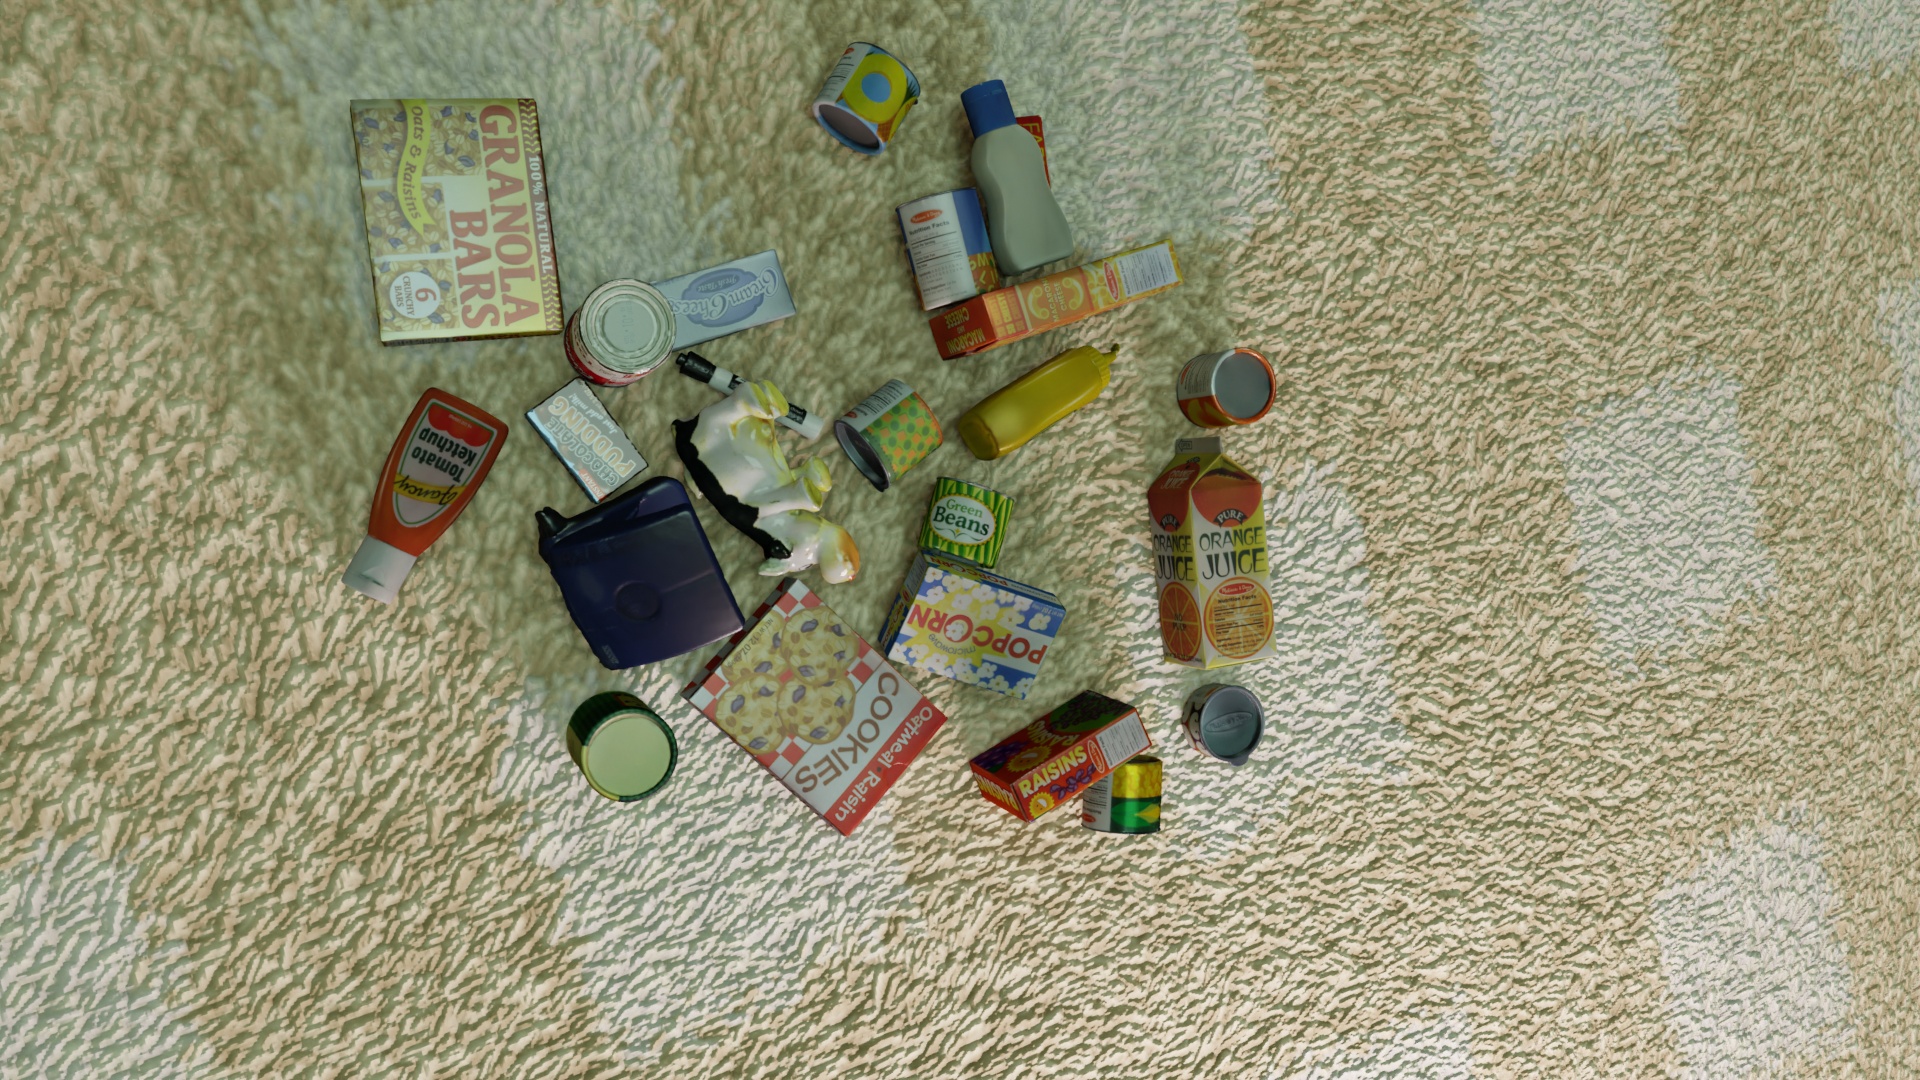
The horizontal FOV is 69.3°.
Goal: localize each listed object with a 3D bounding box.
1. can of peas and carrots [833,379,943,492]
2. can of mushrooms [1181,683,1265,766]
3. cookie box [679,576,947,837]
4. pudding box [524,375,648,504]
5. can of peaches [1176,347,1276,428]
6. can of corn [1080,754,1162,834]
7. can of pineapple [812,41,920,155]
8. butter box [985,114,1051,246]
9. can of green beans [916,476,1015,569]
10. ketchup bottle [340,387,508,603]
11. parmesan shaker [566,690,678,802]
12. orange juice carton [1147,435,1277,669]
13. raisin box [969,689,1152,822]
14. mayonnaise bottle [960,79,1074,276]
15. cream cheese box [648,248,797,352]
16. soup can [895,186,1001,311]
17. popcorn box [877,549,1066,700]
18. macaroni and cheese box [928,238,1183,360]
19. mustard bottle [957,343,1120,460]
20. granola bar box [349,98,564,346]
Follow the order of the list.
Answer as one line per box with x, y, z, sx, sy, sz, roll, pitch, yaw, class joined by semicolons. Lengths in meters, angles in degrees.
-0.055;-0.081;1.083;0.059;0.071;0.071;-39;103;-17;can of peas and carrots
0.229;0.160;1.209;0.071;0.033;0.071;0;90;-22;can of mushrooms
-0.111;0.129;1.073;0.167;0.040;0.123;45;75;-15;cookie box
-0.274;-0.073;1.016;0.050;0.030;0.083;-39;103;-15;pudding box
0.231;-0.130;1.197;0.071;0.058;0.071;0;90;-21;can of peaches
0.137;0.210;1.156;0.071;0.071;0.058;3;89;-21;can of corn
-0.072;-0.340;1.076;0.071;0.071;0.058;33;79;-18;can of pineapple
0.046;-0.296;1.144;0.053;0.024;0.103;-9;93;-20;butter box
0.004;-0.014;1.105;0.071;0.071;0.058;19;84;-20;can of green beans
-0.378;-0.029;0.969;0.064;0.043;0.149;29;80;-19;ketchup bottle
-0.240;0.148;0.990;0.071;0.103;0.071;0;90;-21;parmesan shaker
0.212;0.007;1.182;0.073;0.072;0.192;-7;93;-21;orange juice carton
0.080;0.173;1.123;0.124;0.086;0.040;-28;105;-19;raisin box
0.040;-0.289;1.106;0.065;0.041;0.148;-22;97;-26;mayonnaise bottle
-0.182;-0.182;1.055;0.104;0.024;0.053;-21;98;-20;cream cheese box
-0.008;-0.231;1.102;0.071;0.071;0.083;-18;97;-20;soup can
0.010;0.068;1.108;0.127;0.038;0.085;19;106;-20;popcorn box
0.074;-0.189;1.101;0.167;0.123;0.040;-20;97;-20;macaroni and cheese box
0.075;-0.121;1.135;0.161;0.065;0.048;-33;97;-22;mustard bottle
-0.354;-0.224;0.981;0.124;0.039;0.165;-7;92;-20;granola bar box
